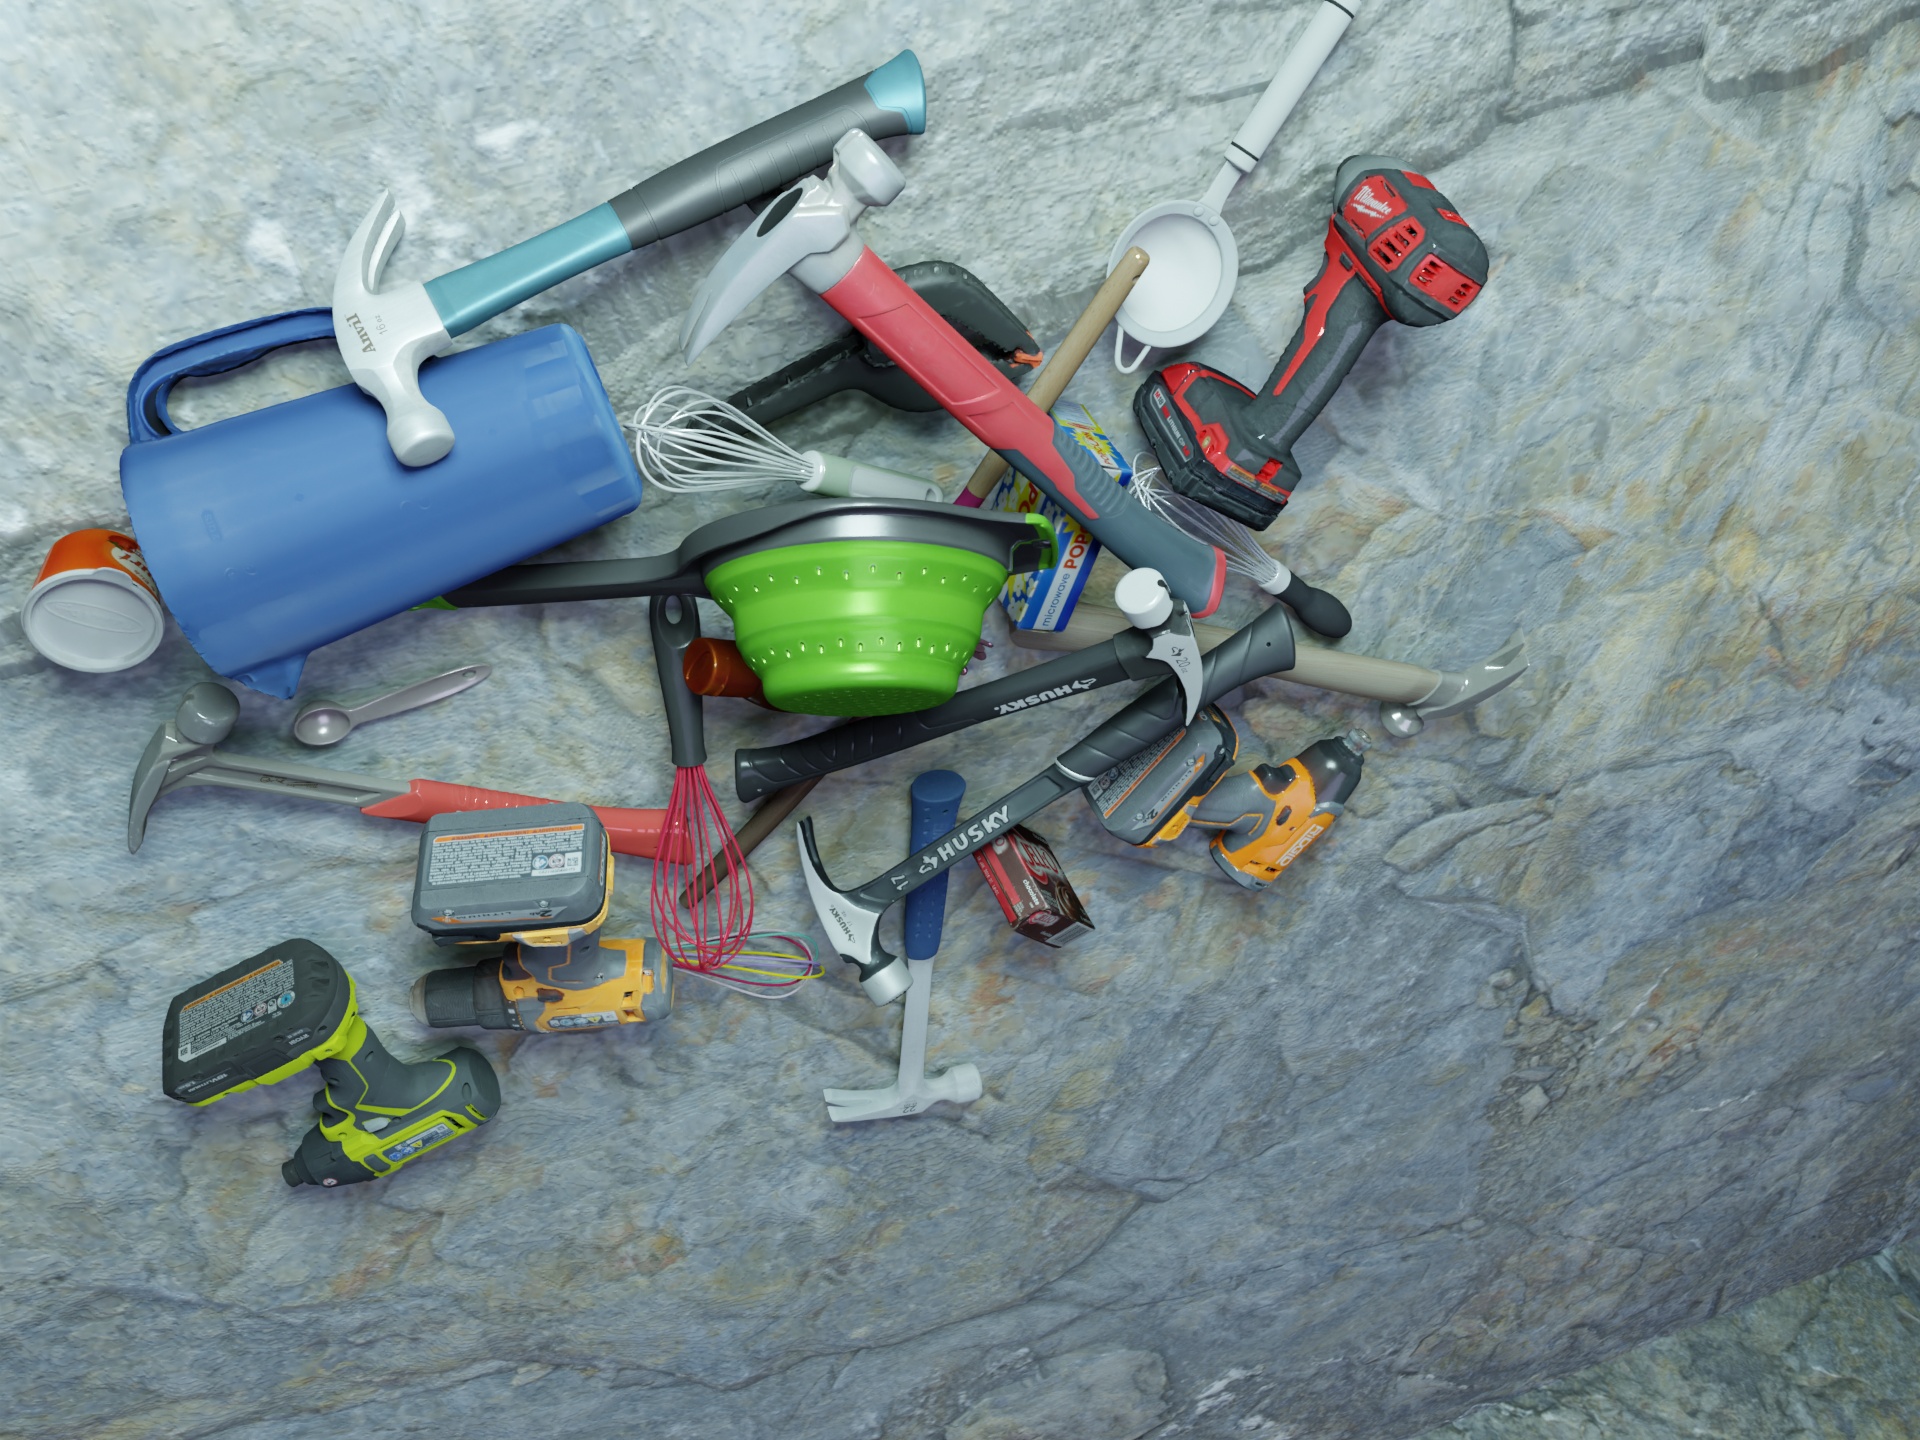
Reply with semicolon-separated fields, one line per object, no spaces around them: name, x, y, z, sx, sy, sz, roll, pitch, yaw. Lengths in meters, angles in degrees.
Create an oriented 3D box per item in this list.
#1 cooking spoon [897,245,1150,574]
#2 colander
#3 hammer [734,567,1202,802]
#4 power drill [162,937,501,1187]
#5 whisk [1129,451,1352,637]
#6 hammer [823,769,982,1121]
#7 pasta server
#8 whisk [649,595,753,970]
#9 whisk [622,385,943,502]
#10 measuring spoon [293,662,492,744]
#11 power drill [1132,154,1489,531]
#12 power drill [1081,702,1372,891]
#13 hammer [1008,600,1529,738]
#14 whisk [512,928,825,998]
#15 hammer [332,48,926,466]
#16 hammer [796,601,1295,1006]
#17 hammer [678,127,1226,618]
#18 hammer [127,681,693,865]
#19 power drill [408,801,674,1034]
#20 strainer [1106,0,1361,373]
cooking spoon;0.023;-0.162;0.992;0.068;0.017;0.318;-13;148;-48
colander;-0.140;-0.050;0.923;0.397;0.094;0.204;-3;171;6
hammer;-0.002;-0.003;1.049;0.335;0.035;0.146;-18;148;17
power drill;-0.466;0.265;1.161;0.171;0.080;0.223;-26;138;0
whisk;0.205;-0.115;1.128;0.070;0.070;0.284;-46;137;19
hammer;-0.038;0.202;1.320;0.144;0.035;0.405;-9;133;-17
pasta server;-0.098;0.040;1.144;0.316;0.040;0.060;-45;175;21
whisk;-0.180;0.044;1.064;0.073;0.073;0.295;-9;116;-16
whisk;-0.094;-0.148;0.935;0.246;0.059;0.058;5;98;-49
measuring spoon;-0.356;-0.017;0.999;0.124;0.018;0.034;-21;146;-15
power drill;0.209;-0.236;0.966;0.078;0.143;0.219;19;127;-32
power drill;0.222;0.047;1.266;0.226;0.084;0.164;20;119;-41
hammer;0.225;-0.052;1.174;0.410;0.038;0.146;8;154;-26
whisk;-0.217;0.180;1.217;0.244;0.047;0.051;8;127;-26
hammer;-0.160;-0.256;0.810;0.331;0.128;0.033;-29;171;-10
hammer;0.062;0.041;1.139;0.409;0.149;0.036;-34;179;12
hammer;0.022;-0.153;0.903;0.143;0.038;0.385;-41;131;16
hammer;-0.343;0.061;1.047;0.358;0.037;0.149;13;137;-36
power drill;-0.303;0.148;1.076;0.185;0.084;0.226;-5;146;-1
strainer;0.159;-0.321;0.929;0.086;0.050;0.258;23;112;-30
